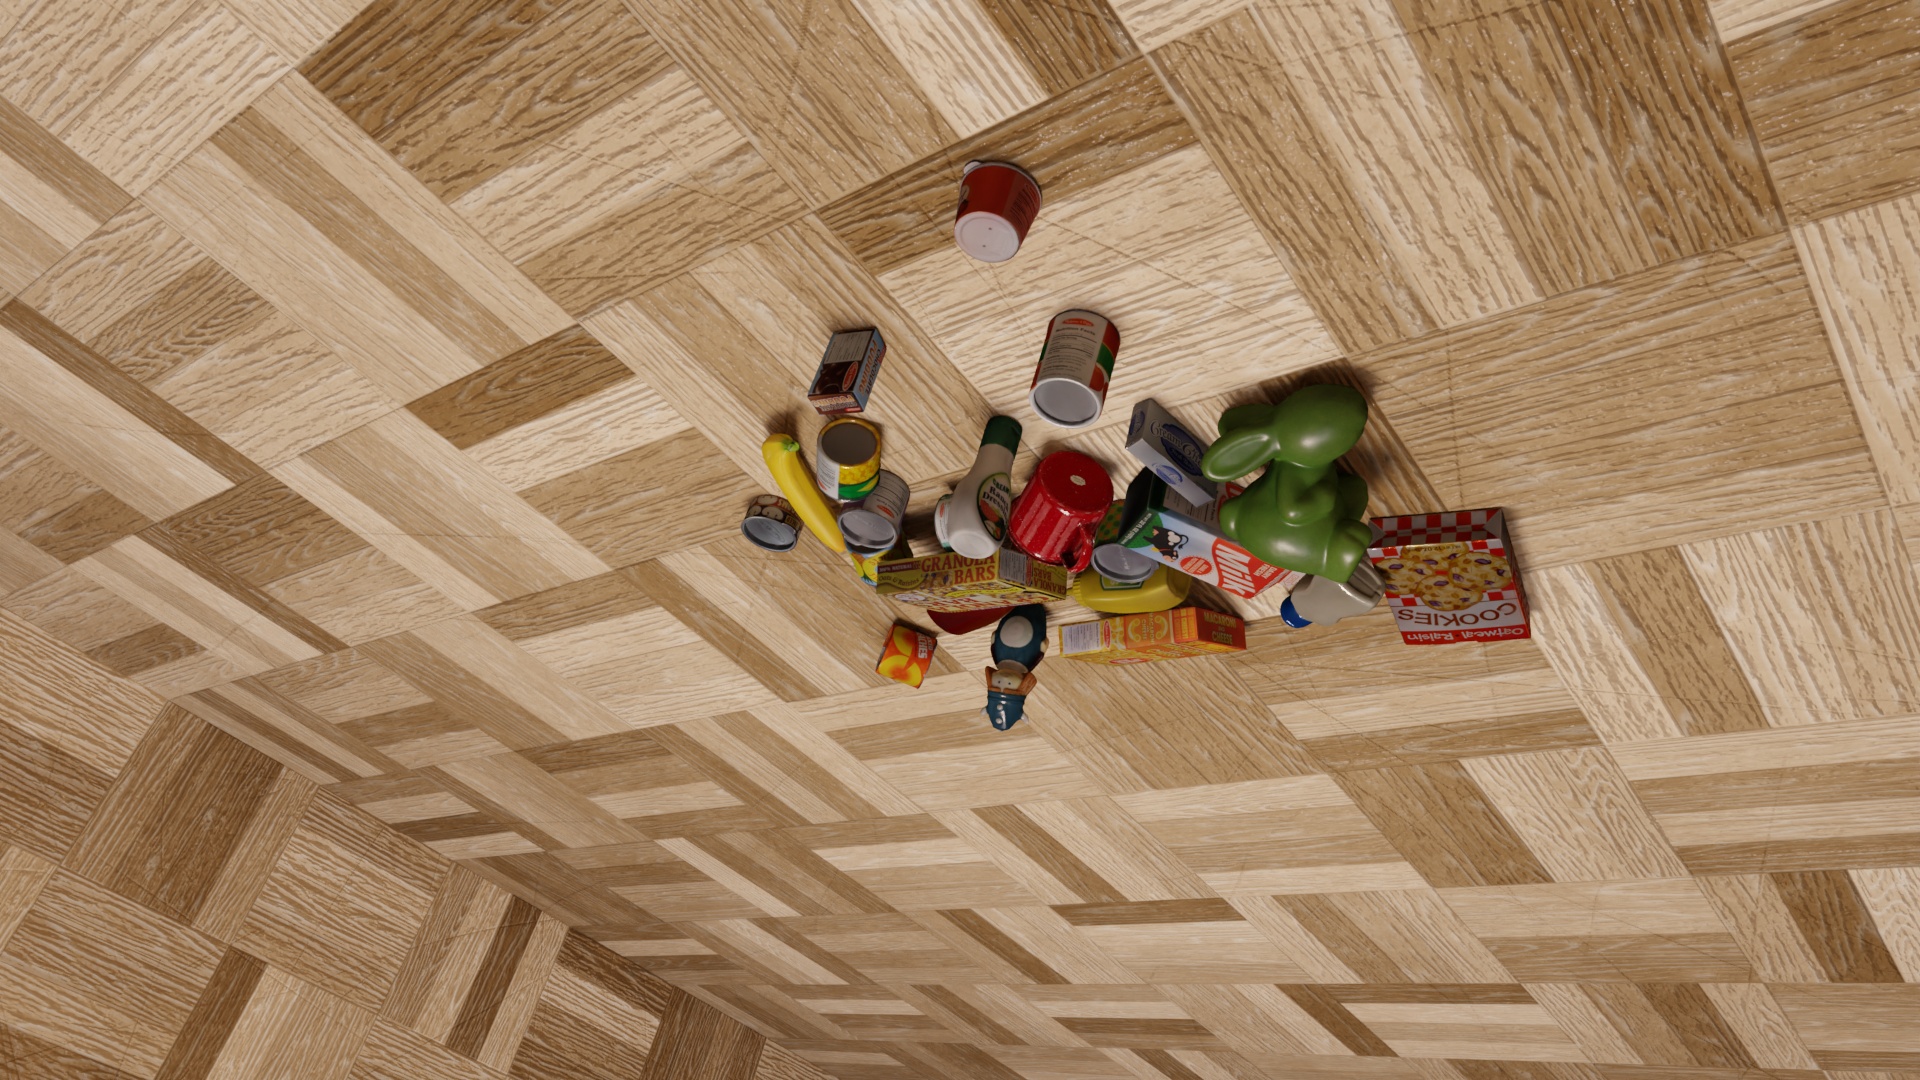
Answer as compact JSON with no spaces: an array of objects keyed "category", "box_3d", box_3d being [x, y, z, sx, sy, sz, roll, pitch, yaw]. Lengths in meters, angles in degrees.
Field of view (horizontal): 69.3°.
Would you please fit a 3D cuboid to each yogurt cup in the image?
[{"category":"yogurt cup","box_3d":[0.027,-0.260,1.114,0.072,0.054,0.072,11,146,8]}]

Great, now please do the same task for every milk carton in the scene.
[{"category":"milk carton","box_3d":[0.256,-0.005,1.357,0.190,0.074,0.072,22,145,-9]}]

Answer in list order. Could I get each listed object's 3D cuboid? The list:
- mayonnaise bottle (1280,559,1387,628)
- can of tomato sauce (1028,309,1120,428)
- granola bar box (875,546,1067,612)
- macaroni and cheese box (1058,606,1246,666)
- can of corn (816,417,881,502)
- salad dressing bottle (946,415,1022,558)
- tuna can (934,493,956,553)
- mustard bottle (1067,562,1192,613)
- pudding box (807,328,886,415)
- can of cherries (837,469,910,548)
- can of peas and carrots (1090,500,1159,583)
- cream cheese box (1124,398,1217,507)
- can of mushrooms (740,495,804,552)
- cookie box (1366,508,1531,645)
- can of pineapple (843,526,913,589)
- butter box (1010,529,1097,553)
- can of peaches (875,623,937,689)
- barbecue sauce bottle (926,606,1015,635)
[{"category":"mayonnaise bottle","box_3d":[0.367,0.055,1.395,0.065,0.041,0.147,39,161,1]},{"category":"can of tomato sauce","box_3d":[0.100,-0.148,1.214,0.071,0.083,0.070,11,145,8]},{"category":"granola bar box","box_3d":[0.012,0.044,1.479,0.165,0.039,0.124,-8,164,38]},{"category":"macaroni and cheese box","box_3d":[0.210,0.106,1.520,0.166,0.040,0.124,-11,165,34]},{"category":"can of corn","box_3d":[-0.112,-0.084,1.413,0.071,0.071,0.058,14,145,4]},{"category":"salad dressing bottle","box_3d":[0.026,-0.053,1.321,0.044,0.148,0.064,-14,136,35]},{"category":"tuna can","box_3d":[0.005,-0.018,1.454,0.033,0.071,0.071,-10,138,31]},{"category":"mustard bottle","box_3d":[0.169,0.047,1.478,0.160,0.065,0.048,-13,140,41]},{"category":"pudding box","box_3d":[-0.105,-0.157,1.289,0.049,0.084,0.030,-2,142,24]},{"category":"can of cherries","box_3d":[-0.094,-0.034,1.480,0.071,0.059,0.071,11,146,7]},{"category":"can of peas and carrots","box_3d":[0.172,0.001,1.414,0.071,0.059,0.070,11,145,8]},{"category":"cream cheese box","box_3d":[0.198,-0.081,1.293,0.103,0.054,0.024,36,139,-25]},{"category":"can of mushrooms","box_3d":[-0.210,-0.019,1.572,0.071,0.034,0.070,12,145,9]},{"category":"cookie box","box_3d":[0.478,0.040,1.355,0.123,0.040,0.167,-6,140,29]},{"category":"can of pineapple","box_3d":[-0.090,0.009,1.529,0.071,0.071,0.057,3,143,19]},{"category":"butter box","box_3d":[0.100,0.002,1.477,0.053,0.024,0.103,28,144,-17]},{"category":"can of peaches","box_3d":[-0.066,0.140,1.707,0.058,0.071,0.071,21,145,-5]},{"category":"barbecue sauce bottle","box_3d":[0.031,0.066,1.580,0.065,0.044,0.148,37,140,-28]}]
